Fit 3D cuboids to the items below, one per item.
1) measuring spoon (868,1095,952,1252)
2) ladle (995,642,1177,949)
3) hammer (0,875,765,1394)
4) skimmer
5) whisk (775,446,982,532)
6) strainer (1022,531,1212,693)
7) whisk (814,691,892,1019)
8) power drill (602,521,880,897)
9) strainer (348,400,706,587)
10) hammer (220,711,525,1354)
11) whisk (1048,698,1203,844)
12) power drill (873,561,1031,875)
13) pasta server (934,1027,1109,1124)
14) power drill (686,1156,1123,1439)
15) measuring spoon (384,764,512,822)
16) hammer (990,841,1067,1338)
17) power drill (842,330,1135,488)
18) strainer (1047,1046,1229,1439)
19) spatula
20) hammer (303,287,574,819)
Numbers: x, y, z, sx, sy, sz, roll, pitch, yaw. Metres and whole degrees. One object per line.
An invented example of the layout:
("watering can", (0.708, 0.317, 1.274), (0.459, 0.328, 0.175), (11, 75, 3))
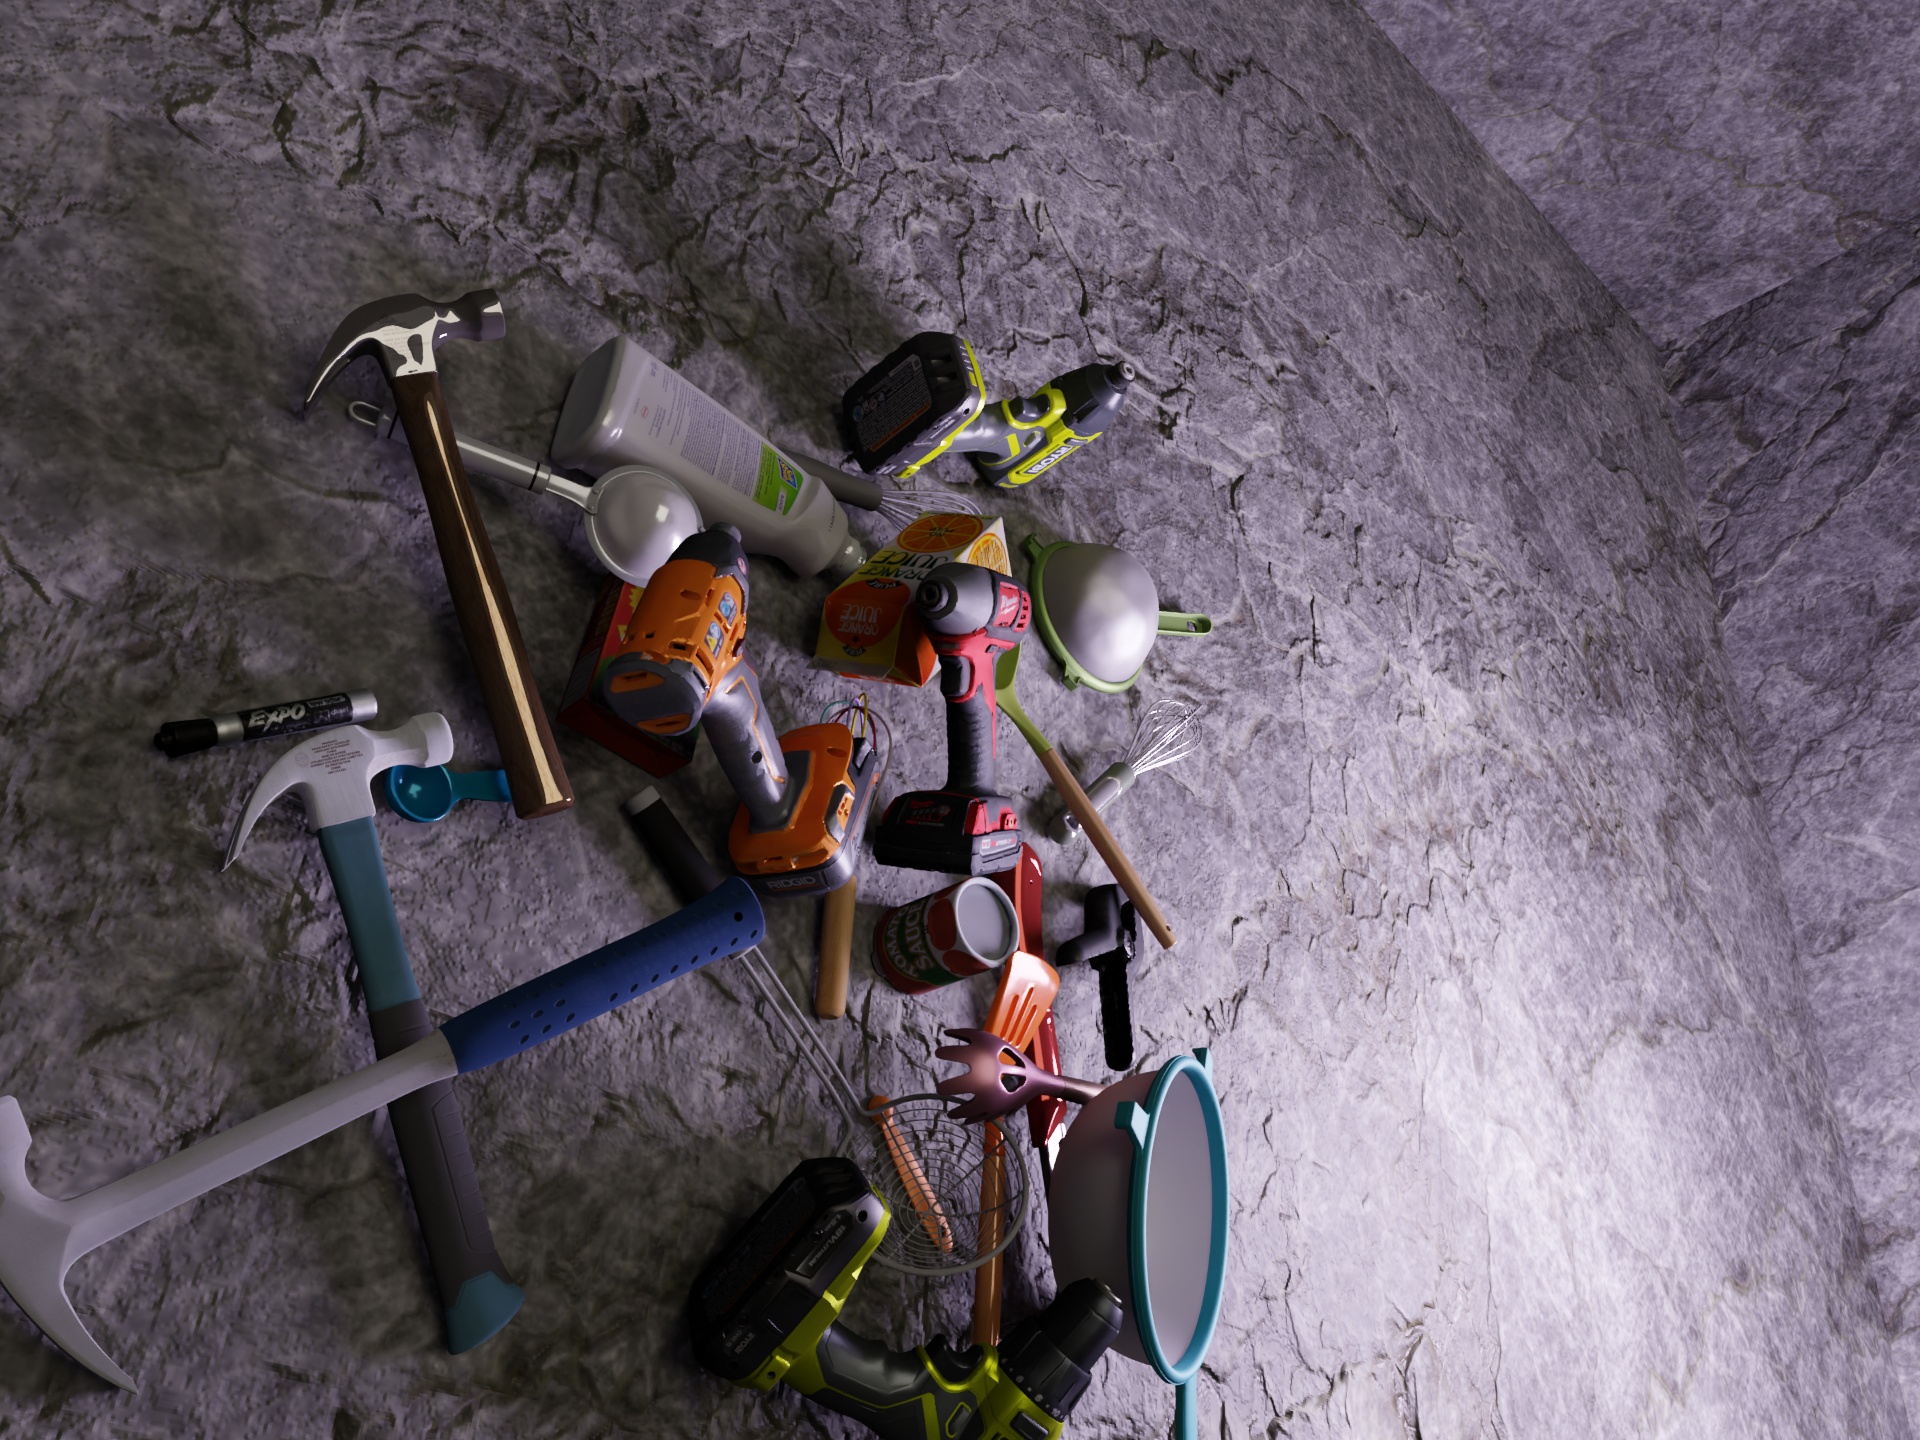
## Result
("measuring spoon", (-0.031, 0.307, 1.078), (0.021, 0.011, 0.117), (-25, 88, -51))
("ladle", (0.092, 0.042, 1.291), (0.320, 0.062, 0.078), (57, 33, 6))
("hammer", (-0.269, 0.179, 0.809), (0.405, 0.035, 0.144), (-23, 88, -38))
("skimmer", (-0.092, 0.190, 1.013), (0.127, 0.090, 0.363), (-37, 97, -32))
("whisk", (-0.072, -0.177, 1.280), (0.238, 0.055, 0.055), (15, 59, -37))
("strainer", (0.173, -0.104, 1.483), (0.256, 0.069, 0.152), (1, 69, -46))
("whisk", (-0.082, 0.089, 1.121), (0.051, 0.047, 0.245), (27, 55, -38))
("power drill", (-0.135, -0.011, 1.031), (0.164, 0.084, 0.226), (-77, 148, -43))
("strainer", (-0.263, -0.152, 1.025), (0.258, 0.050, 0.087), (19, 66, -22))
("hammer", (-0.294, 0.164, 0.840), (0.128, 0.033, 0.331), (-14, 83, -36))
("whisk", (0.147, 0.043, 1.393), (0.058, 0.059, 0.246), (50, 44, 3))
("power drill", (-0.002, -0.004, 1.141), (0.143, 0.078, 0.220), (5, 89, -69))
("pasta server", (0.069, 0.258, 1.110), (0.316, 0.040, 0.060), (34, 49, -59))
("power drill", (-0.027, 0.365, 0.940), (0.228, 0.080, 0.190), (44, 83, -17))
("measuring spoon", (-0.289, 0.042, 0.945), (0.128, 0.021, 0.042), (4, 66, -56))
("hammer", (0.054, 0.265, 1.176), (0.149, 0.036, 0.359), (12, 61, -43))
("power drill", (0.028, -0.260, 1.336), (0.223, 0.171, 0.080), (-5, 72, -45))
("strainer", (0.115, 0.398, 1.083), (0.211, 0.095, 0.340), (-1, 89, -66))
("spatula", (0.030, 0.320, 1.077), (0.081, 0.041, 0.323), (40, 48, -54))
("hammer", (-0.300, -0.100, 0.960), (0.130, 0.031, 0.331), (-16, 83, -24))
